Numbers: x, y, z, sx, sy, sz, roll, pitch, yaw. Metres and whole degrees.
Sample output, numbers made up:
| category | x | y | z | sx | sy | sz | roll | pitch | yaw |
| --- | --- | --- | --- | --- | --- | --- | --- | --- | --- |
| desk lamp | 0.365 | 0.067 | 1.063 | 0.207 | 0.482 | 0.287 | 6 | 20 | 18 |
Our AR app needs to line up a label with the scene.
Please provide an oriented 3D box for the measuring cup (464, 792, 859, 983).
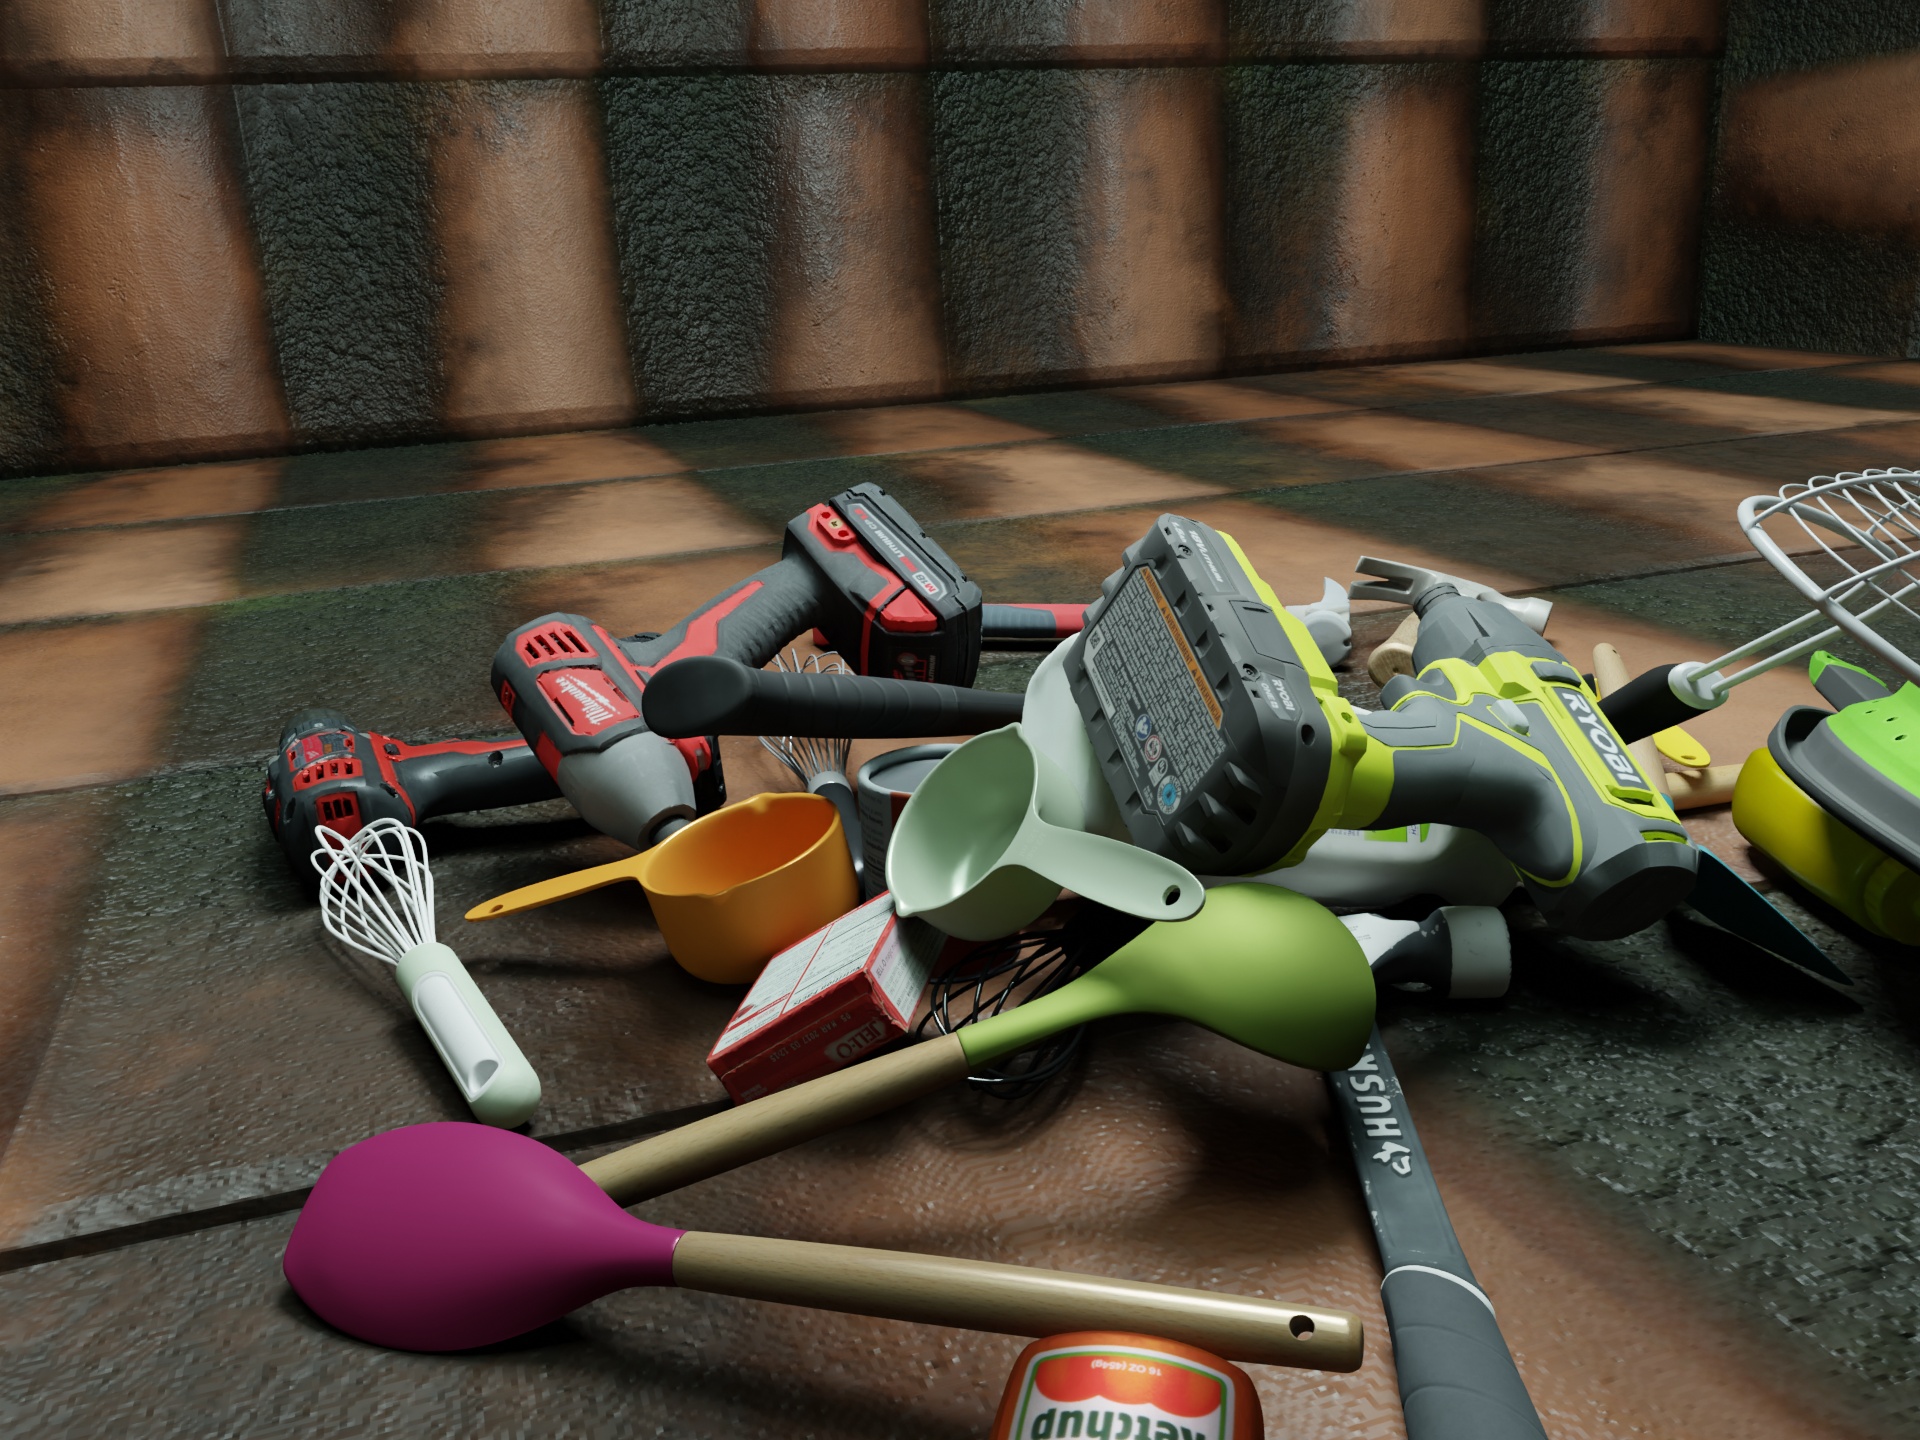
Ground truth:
| category | x | y | z | sx | sy | sz | roll | pitch | yaw |
| --- | --- | --- | --- | --- | --- | --- | --- | --- | --- |
| measuring cup | -0.126 | 0.083 | 0.683 | 0.173 | 0.052 | 0.095 | -15 | 20 | 11 |

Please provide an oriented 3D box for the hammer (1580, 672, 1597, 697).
| category | x | y | z | sx | sy | sz | roll | pitch | yaw |
| --- | --- | --- | --- | --- | --- | --- | --- | --- | --- |
| hammer | 0.164 | 0.021 | 0.782 | 0.336 | 0.034 | 0.127 | -12 | 4 | -32 |

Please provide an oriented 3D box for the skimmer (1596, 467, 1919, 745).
| category | x | y | z | sx | sy | sz | roll | pitch | yaw |
| --- | --- | --- | --- | --- | --- | --- | --- | --- | --- |
| skimmer | 0.275 | -0.002 | 0.567 | 0.127 | 0.090 | 0.363 | 34 | -8 | 7 |

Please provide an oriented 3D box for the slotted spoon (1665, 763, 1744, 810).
| category | x | y | z | sx | sy | sz | roll | pitch | yaw |
| --- | --- | --- | --- | --- | --- | --- | --- | --- | --- |
| slotted spoon | 0.313 | 0.040 | 0.786 | 0.313 | 0.031 | 0.070 | -6 | 17 | -16 |

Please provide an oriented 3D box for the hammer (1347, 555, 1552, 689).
| category | x | y | z | sx | sy | sz | roll | pitch | yaw |
| --- | --- | --- | --- | --- | --- | --- | --- | --- | --- |
| hammer | 0.288 | -0.058 | 0.977 | 0.130 | 0.031 | 0.331 | 19 | 18 | 18 |

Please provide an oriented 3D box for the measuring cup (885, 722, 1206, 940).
| category | x | y | z | sx | sy | sz | roll | pitch | yaw |
| --- | --- | --- | --- | --- | --- | --- | --- | --- | --- |
| measuring cup | 0.036 | 0.051 | 0.546 | 0.038 | 0.083 | 0.168 | 38 | -13 | -32 |

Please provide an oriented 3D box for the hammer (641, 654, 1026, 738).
| category | x | y | z | sx | sy | sz | roll | pitch | yaw |
| --- | --- | --- | --- | --- | --- | --- | --- | --- | --- |
| hammer | -0.001 | -0.002 | 0.733 | 0.146 | 0.035 | 0.334 | -19 | -14 | 42 |

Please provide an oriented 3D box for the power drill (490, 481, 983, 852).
| category | x | y | z | sx | sy | sz | roll | pitch | yaw |
| --- | --- | --- | --- | --- | --- | --- | --- | --- | --- |
| power drill | -0.103 | -0.021 | 0.784 | 0.219 | 0.078 | 0.143 | -27 | 58 | -25 |

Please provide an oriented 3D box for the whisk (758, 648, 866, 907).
| category | x | y | z | sx | sy | sz | roll | pitch | yaw |
| --- | --- | --- | --- | --- | --- | --- | --- | --- | --- |
| whisk | -0.074 | 0.027 | 0.840 | 0.070 | 0.070 | 0.285 | -6 | 23 | -10 |

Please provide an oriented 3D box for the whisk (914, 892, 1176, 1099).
| category | x | y | z | sx | sy | sz | roll | pitch | yaw |
| --- | --- | --- | --- | --- | --- | --- | --- | --- | --- |
| whisk | 0.048 | 0.090 | 0.644 | 0.055 | 0.055 | 0.239 | 6 | 15 | 24 |

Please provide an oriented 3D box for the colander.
| category | x | y | z | sx | sy | sz | roll | pitch | yaw |
| --- | --- | --- | --- | --- | --- | --- | --- | --- | --- |
| colander | 0.442 | -0.001 | 0.668 | 0.204 | 0.094 | 0.397 | 26 | 21 | 5 |

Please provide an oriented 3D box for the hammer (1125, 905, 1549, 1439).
| category | x | y | z | sx | sy | sz | roll | pitch | yaw |
| --- | --- | --- | --- | --- | --- | --- | --- | --- | --- |
| hammer | 0.126 | 0.152 | 0.452 | 0.149 | 0.036 | 0.409 | -2 | 18 | 5 |

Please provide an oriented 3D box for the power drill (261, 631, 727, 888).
| category | x | y | z | sx | sy | sz | roll | pitch | yaw |
| --- | --- | --- | --- | --- | --- | --- | --- | --- | --- |
| power drill | -0.259 | 0.015 | 0.865 | 0.226 | 0.080 | 0.188 | -13 | 20 | -22 |

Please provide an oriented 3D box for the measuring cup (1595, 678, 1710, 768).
| category | x | y | z | sx | sy | sz | roll | pitch | yaw |
| --- | --- | --- | --- | --- | --- | --- | --- | --- | --- |
| measuring cup | 0.367 | 0.010 | 0.859 | 0.062 | 0.029 | 0.157 | -2 | 17 | 3 |

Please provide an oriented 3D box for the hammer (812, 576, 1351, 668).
| category | x | y | z | sx | sy | sz | roll | pitch | yaw |
| --- | --- | --- | --- | --- | --- | --- | --- | --- | --- |
| hammer | 0.083 | -0.075 | 1.152 | 0.386 | 0.038 | 0.143 | 1 | 17 | 12 |

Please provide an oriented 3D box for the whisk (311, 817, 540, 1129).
| category | x | y | z | sx | sy | sz | roll | pitch | yaw |
| --- | --- | --- | --- | --- | --- | --- | --- | --- | --- |
| whisk | -0.221 | 0.098 | 0.650 | 0.058 | 0.059 | 0.247 | -48 | 37 | -10 |

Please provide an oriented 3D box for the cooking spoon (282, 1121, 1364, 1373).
| category | x | y | z | sx | sy | sz | roll | pitch | yaw |
| --- | --- | --- | --- | --- | --- | --- | --- | --- | --- |
| cooking spoon | -0.053 | 0.150 | 0.437 | 0.319 | 0.017 | 0.069 | 0 | 51 | 19 |

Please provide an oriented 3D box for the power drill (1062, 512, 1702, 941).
| category | x | y | z | sx | sy | sz | roll | pitch | yaw |
| --- | --- | --- | --- | --- | --- | --- | --- | --- | --- |
| power drill | 0.159 | -0.003 | 0.610 | 0.223 | 0.080 | 0.171 | 8 | 43 | -30 |

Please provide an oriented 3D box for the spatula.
| category | x | y | z | sx | sy | sz | roll | pitch | yaw |
| --- | --- | --- | --- | --- | --- | --- | --- | --- | --- |
| spatula | 0.332 | 0.023 | 0.746 | 0.082 | 0.044 | 0.318 | 40 | 28 | -7 |

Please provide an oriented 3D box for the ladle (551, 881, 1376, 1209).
| category | x | y | z | sx | sy | sz | roll | pitch | yaw |
| --- | --- | --- | --- | --- | --- | --- | --- | --- | --- |
| ladle | -0.021 | 0.124 | 0.503 | 0.320 | 0.062 | 0.078 | -19 | 25 | -5 |
